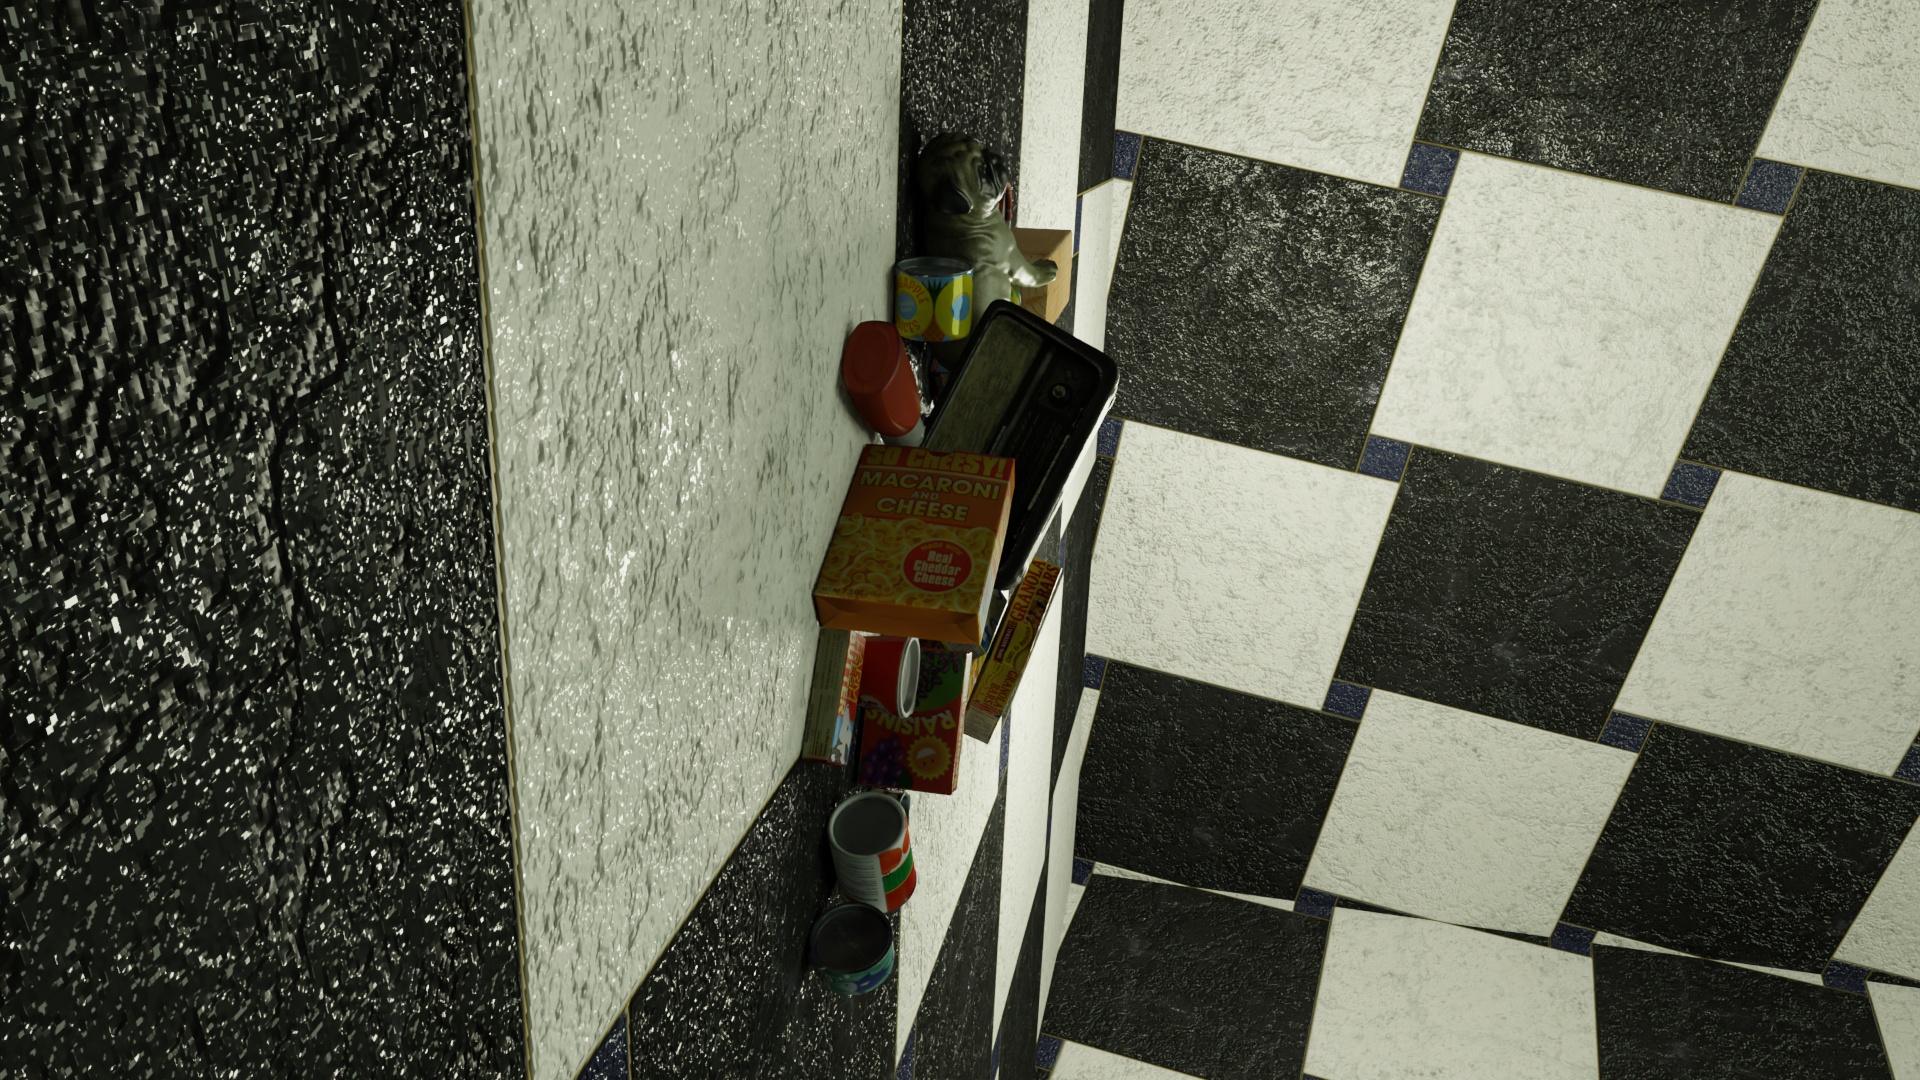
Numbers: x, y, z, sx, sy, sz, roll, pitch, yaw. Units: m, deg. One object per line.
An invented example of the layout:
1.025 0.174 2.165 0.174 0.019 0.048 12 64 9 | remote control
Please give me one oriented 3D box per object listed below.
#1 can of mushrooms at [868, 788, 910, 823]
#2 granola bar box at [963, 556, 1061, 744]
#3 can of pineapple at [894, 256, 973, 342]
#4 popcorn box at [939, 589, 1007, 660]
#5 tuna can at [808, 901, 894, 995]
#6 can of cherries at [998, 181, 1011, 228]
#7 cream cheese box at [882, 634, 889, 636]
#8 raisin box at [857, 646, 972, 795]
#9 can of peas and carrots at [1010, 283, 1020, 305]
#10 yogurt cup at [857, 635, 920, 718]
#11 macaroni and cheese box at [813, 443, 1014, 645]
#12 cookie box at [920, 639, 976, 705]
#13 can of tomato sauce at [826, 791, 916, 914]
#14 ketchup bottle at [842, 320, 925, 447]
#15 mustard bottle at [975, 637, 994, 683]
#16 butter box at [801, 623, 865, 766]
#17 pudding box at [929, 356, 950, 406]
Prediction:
-0.068 0.257 1.257 0.071 0.033 0.071 3 92 -79 | can of mushrooms
0.051 0.114 1.463 0.166 0.039 0.123 -64 177 -48 | granola bar box
-0.024 -0.202 1.164 0.071 0.071 0.057 -64 158 -63 | can of pineapple
0.001 0.062 1.420 0.085 0.038 0.127 56 22 -13 | popcorn box
-0.088 0.324 1.100 0.071 0.071 0.032 -73 166 -49 | tuna can
0.017 -0.319 1.345 0.071 0.058 0.071 4 92 -80 | can of cherries
-0.050 0.065 1.279 0.053 0.024 0.104 77 21 -60 | cream cheese box
-0.040 0.154 1.205 0.040 0.086 0.123 39 57 -84 | raisin box
0.024 -0.233 1.412 0.070 0.071 0.059 84 16 -49 | can of peas and carrots
-0.066 0.107 1.126 0.072 0.054 0.072 3 92 -80 | yogurt cup
-0.031 -0.002 1.065 0.040 0.124 0.167 87 13 -47 | macaroni and cheese box
-0.015 0.143 1.477 0.168 0.040 0.122 -66 159 -64 | cookie box
-0.072 0.255 1.140 0.071 0.071 0.082 -74 165 -45 | can of tomato sauce
-0.056 -0.112 1.090 0.148 0.043 0.065 69 29 -69 | ketchup bottle
0.013 0.133 1.600 0.065 0.049 0.159 -38 133 -74 | mustard bottle
-0.095 0.118 1.052 0.053 0.024 0.103 56 40 -74 | butter box
-0.007 -0.176 1.373 0.049 0.030 0.084 82 16 -49 | pudding box
